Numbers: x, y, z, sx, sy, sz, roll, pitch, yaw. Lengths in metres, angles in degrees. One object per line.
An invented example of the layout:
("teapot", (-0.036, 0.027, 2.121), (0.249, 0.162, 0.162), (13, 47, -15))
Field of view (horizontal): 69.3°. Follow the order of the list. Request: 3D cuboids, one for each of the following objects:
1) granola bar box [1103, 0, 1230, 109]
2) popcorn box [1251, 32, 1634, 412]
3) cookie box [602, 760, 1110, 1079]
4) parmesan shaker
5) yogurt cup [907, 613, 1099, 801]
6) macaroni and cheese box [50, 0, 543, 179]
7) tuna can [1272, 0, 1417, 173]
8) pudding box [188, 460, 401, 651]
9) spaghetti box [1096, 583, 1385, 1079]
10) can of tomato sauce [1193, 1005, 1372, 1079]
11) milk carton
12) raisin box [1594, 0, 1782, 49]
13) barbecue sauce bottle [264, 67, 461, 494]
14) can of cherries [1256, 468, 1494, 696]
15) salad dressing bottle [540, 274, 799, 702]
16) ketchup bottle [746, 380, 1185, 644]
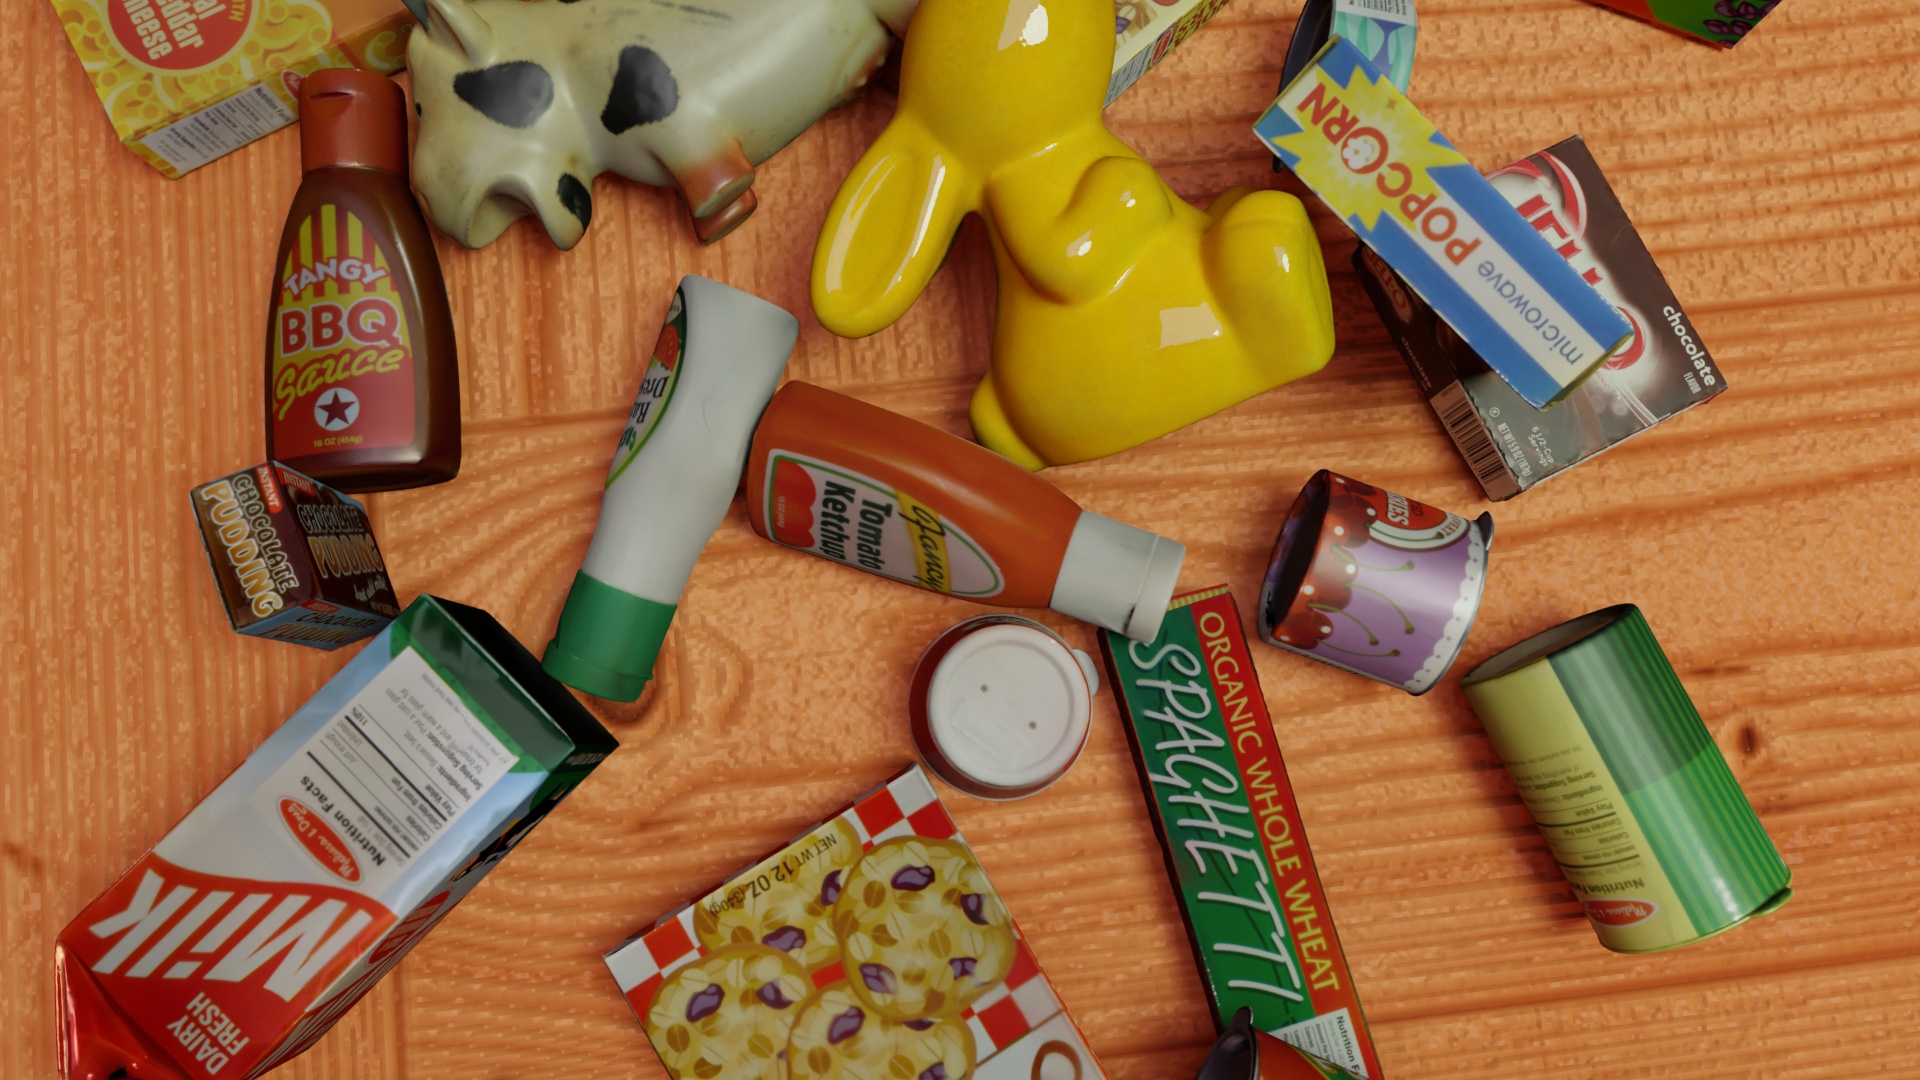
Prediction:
("granola bar box", (0.027, -0.253, 0.536), (0.124, 0.039, 0.165), (-42, 86, -7))
("popcorn box", (0.151, -0.103, 0.449), (0.126, 0.085, 0.038), (44, 110, -2))
("cookie box", (-0.024, 0.179, 0.472), (0.123, 0.040, 0.167), (-31, 85, -6))
("parmesan shaker", (0.231, 0.080, 0.482), (0.071, 0.071, 0.103), (-26, 84, -6))
("yogurt cup", (0.015, 0.058, 0.484), (0.072, 0.054, 0.072), (0, 83, -2))
("macaroni and cheese box", (-0.252, -0.229, 0.519), (0.167, 0.040, 0.124), (-28, 85, -6))
("tuna can", (0.141, -0.169, 0.517), (0.033, 0.071, 0.071), (10, 82, -2))
("pudding box", (-0.221, 0.007, 0.466), (0.030, 0.083, 0.049), (-22, 83, -8))
("spaghetti box", (0.106, 0.140, 0.489), (0.050, 0.028, 0.250), (-16, 83, -4))
("can of tomato sauce", (0.115, 0.197, 0.434), (0.083, 0.071, 0.071), (24, 82, 1))
("milk carton", (-0.213, 0.111, 0.458), (0.073, 0.072, 0.191), (44, 82, 4))
("raisin box", (0.260, -0.242, 0.521), (0.123, 0.086, 0.040), (20, 76, 0))
("barbecue sauce bottle", (-0.216, -0.093, 0.500), (0.065, 0.043, 0.148), (-6, 82, 3))
("can of cherries", (0.144, 0.012, 0.489), (0.058, 0.071, 0.071), (20, 82, 1))
("salad dressing bottle", (-0.103, -0.017, 0.489), (0.044, 0.064, 0.147), (22, 89, -23))
("ketchup bottle", (0.002, -0.006, 0.480), (0.149, 0.064, 0.044), (19, 50, 7))
